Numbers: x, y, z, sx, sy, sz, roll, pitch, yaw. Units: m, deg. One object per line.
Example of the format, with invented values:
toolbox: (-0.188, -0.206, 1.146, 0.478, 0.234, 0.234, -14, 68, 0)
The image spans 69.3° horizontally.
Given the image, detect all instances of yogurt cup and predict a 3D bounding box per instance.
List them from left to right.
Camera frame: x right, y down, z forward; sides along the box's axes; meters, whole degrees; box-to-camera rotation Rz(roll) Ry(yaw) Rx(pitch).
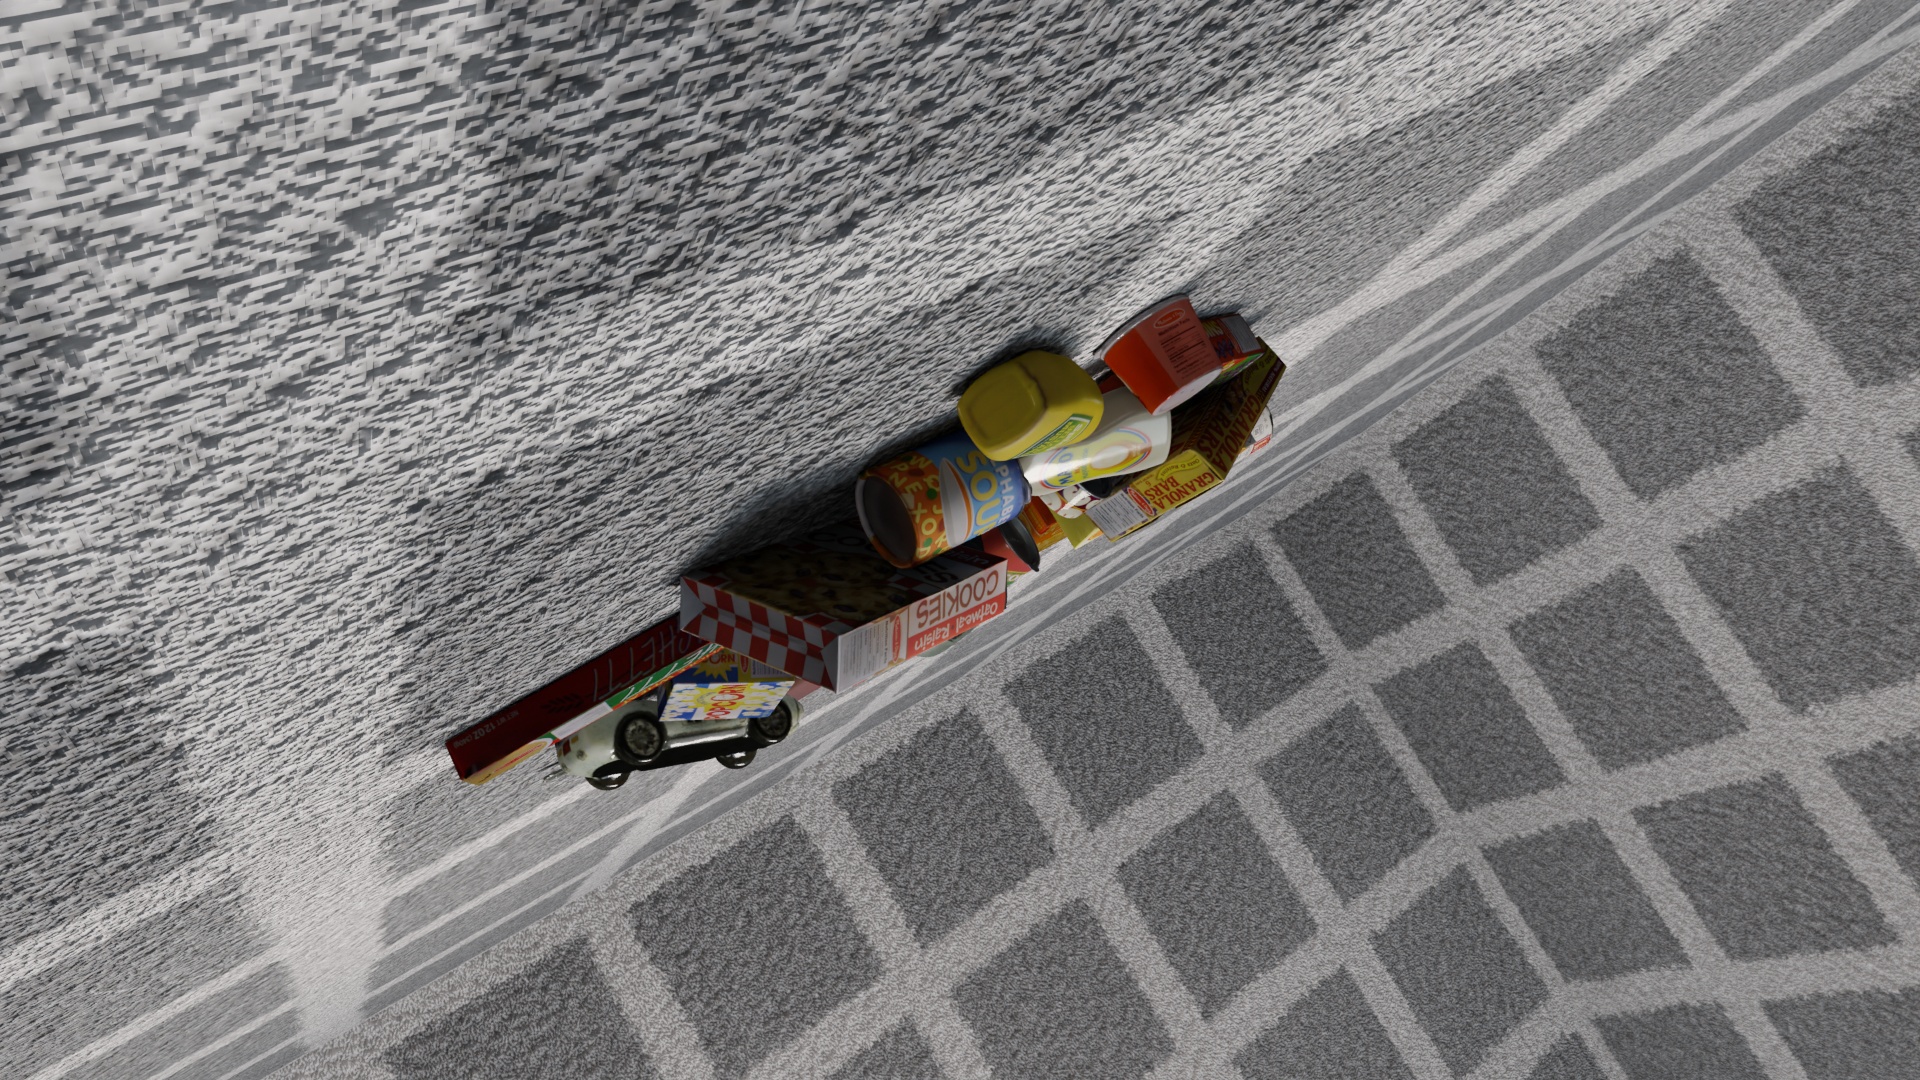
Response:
yogurt cup: (0.131, -0.117, 0.890, 0.072, 0.054, 0.072, -32, 172, -5)

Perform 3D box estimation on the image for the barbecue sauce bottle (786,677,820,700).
barbecue sauce bottle: (-0.130, 0.115, 1.354, 0.149, 0.044, 0.064, -30, 172, -15)

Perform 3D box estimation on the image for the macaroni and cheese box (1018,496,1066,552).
macaroni and cheese box: (0.102, -0.034, 1.333, 0.124, 0.040, 0.166, -29, 172, -17)

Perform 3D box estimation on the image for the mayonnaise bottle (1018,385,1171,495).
mayonnaise bottle: (0.067, -0.061, 0.933, 0.148, 0.041, 0.064, -17, 142, -8)

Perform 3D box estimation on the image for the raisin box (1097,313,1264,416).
raisin box: (0.159, -0.123, 1.010, 0.085, 0.040, 0.124, -36, 172, 33)

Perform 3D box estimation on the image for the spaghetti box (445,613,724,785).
spaghetti box: (-0.211, 0.083, 0.910, 0.251, 0.029, 0.050, -30, 172, -14)

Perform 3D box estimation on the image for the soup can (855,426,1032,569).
soup can: (-0.011, -0.027, 0.845, 0.084, 0.071, 0.071, -27, 170, -31)

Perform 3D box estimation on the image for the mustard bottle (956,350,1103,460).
mustard bottle: (0.054, -0.081, 0.835, 0.065, 0.049, 0.160, -34, 172, 23)

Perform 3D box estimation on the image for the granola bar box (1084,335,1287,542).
granola bar box: (0.179, -0.080, 1.098, 0.123, 0.039, 0.166, -32, -164, 46)

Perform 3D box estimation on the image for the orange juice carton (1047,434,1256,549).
orange juice carton: (0.170, -0.074, 1.229, 0.193, 0.072, 0.073, -29, 172, -17)

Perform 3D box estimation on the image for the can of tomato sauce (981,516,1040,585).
can of tomato sauce: (0.020, 0.019, 1.233, 0.083, 0.071, 0.071, -34, 171, 20)

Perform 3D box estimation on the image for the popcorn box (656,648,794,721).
popcorn box: (-0.173, 0.100, 1.010, 0.085, 0.038, 0.126, 1, 161, -17)

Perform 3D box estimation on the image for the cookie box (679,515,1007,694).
cookie box: (-0.067, 0.034, 0.850, 0.168, 0.123, 0.040, -22, 122, -51)

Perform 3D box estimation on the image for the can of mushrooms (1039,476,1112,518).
can of mushrooms: (0.080, -0.053, 1.051, 0.033, 0.071, 0.071, -36, 171, 31)
